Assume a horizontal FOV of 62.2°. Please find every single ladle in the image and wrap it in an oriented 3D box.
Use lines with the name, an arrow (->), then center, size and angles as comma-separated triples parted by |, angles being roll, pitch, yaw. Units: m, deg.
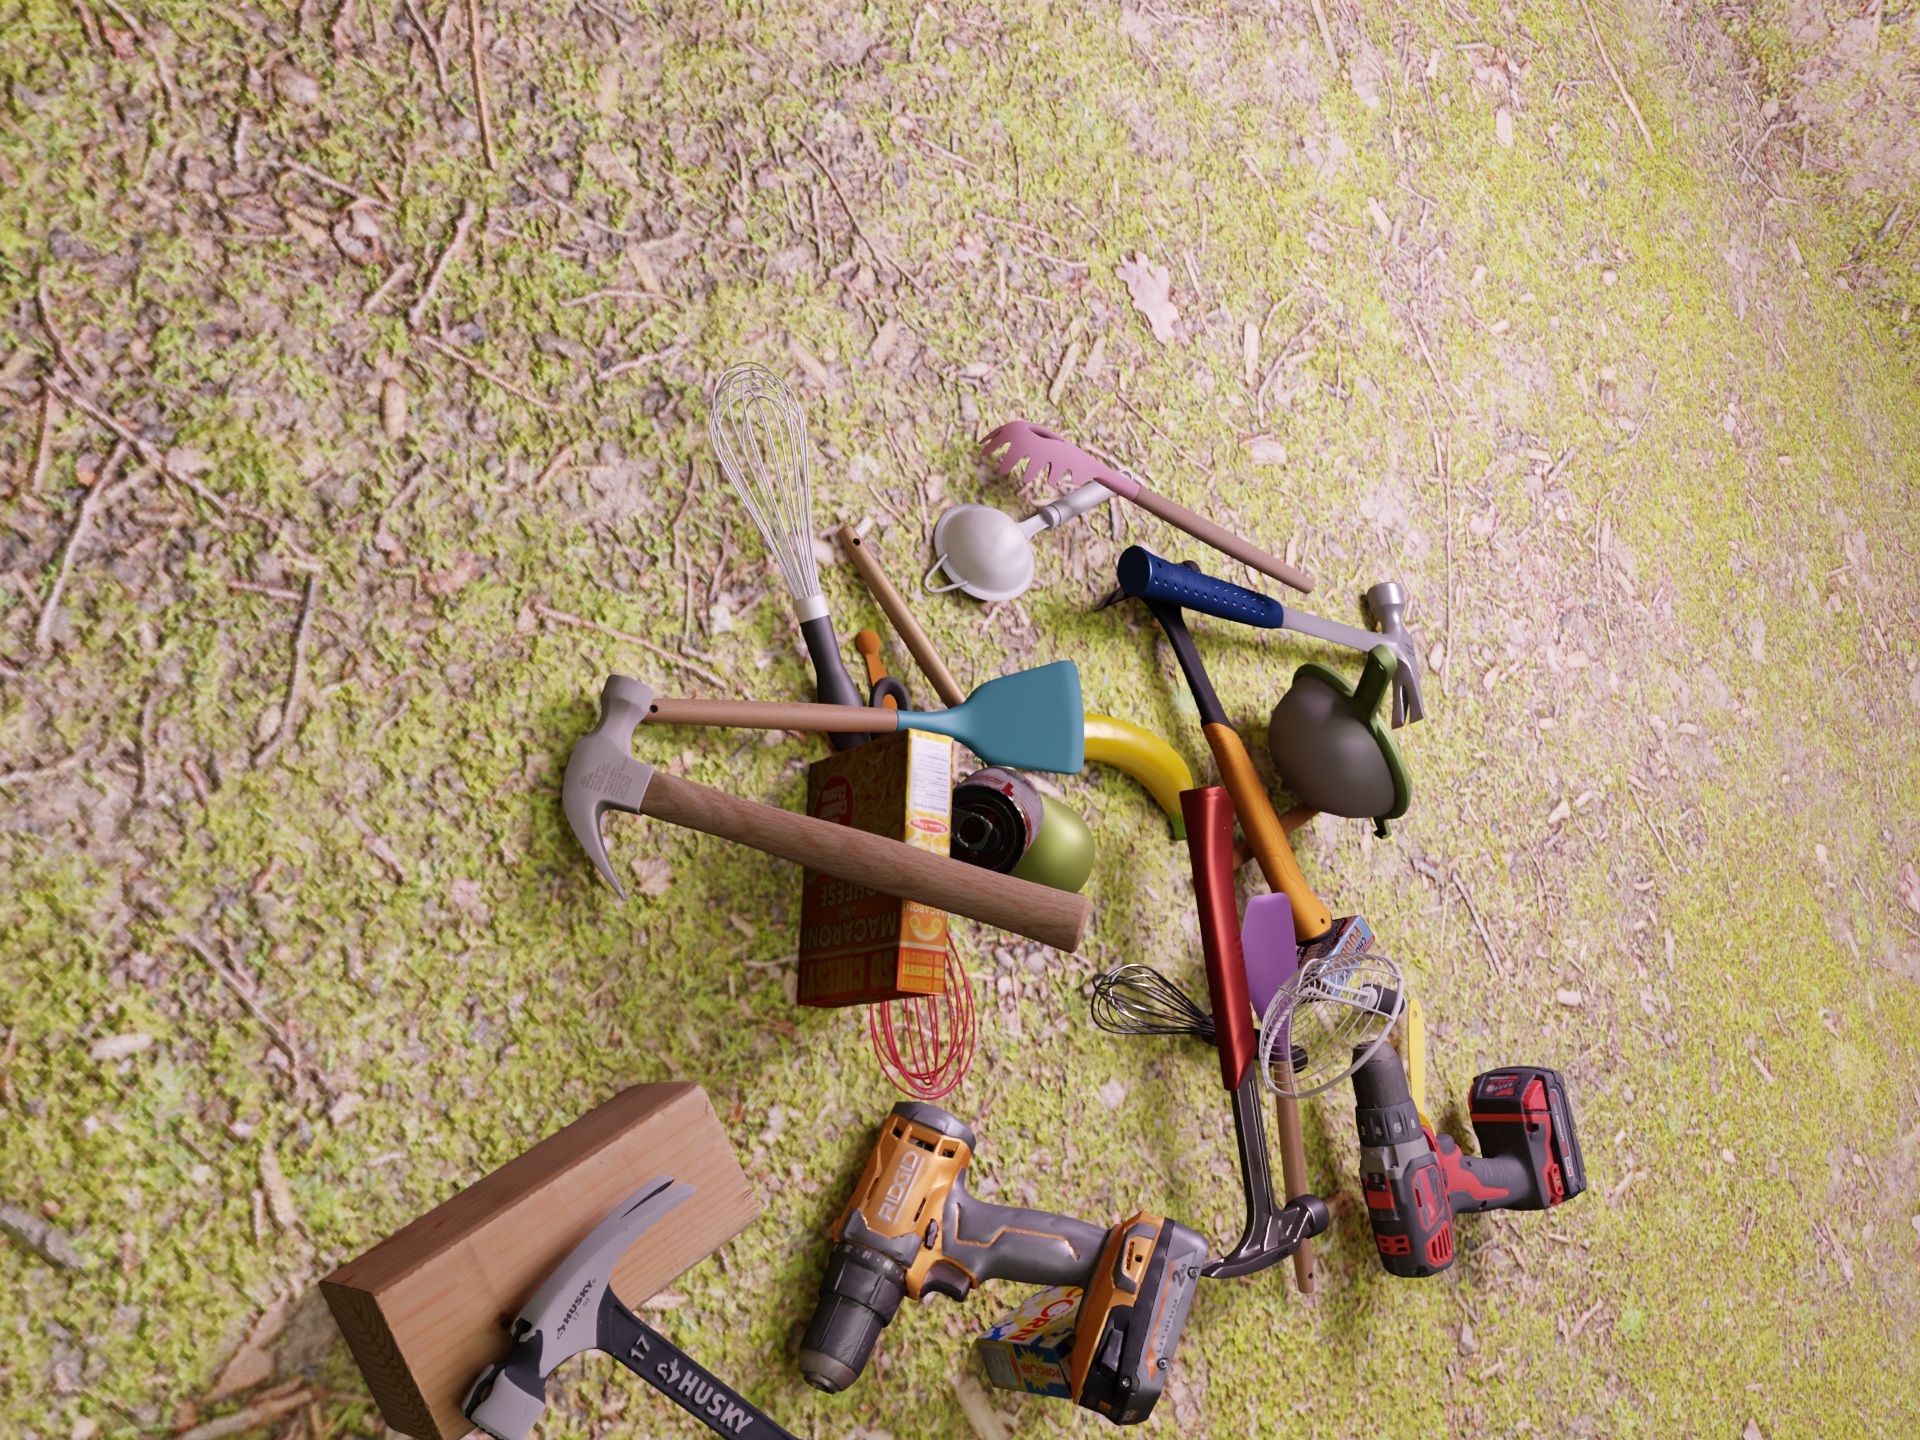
ladle -> -0.002, -0.004, 1.174 | 0.078, 0.062, 0.320 | -34, 93, -22

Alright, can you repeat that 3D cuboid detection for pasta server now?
pasta server -> 0.158, -0.166, 1.287 | 0.316, 0.040, 0.060 | 24, 27, -22

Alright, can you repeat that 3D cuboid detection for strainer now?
strainer -> 0.065, -0.161, 1.268 | 0.258, 0.050, 0.087 | -33, 84, -43
strainer -> 0.301, 0.011, 1.283 | 0.069, 0.256, 0.152 | -31, 69, -8

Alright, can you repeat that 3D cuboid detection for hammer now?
hammer -> 0.220, 0.031, 1.313 | 0.127, 0.034, 0.337 | -22, 87, -48
hammer -> 0.201, 0.230, 1.209 | 0.149, 0.037, 0.359 | -4, 84, -42
hammer -> -0.101, 0.413, 0.910 | 0.408, 0.036, 0.149 | 53, 58, -34
hammer -> -0.084, 0.079, 0.968 | 0.331, 0.031, 0.130 | 17, 74, 5
hammer -> 0.282, -0.085, 1.382 | 0.405, 0.035, 0.144 | 10, 64, -43

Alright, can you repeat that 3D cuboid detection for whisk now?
whisk -> 0.193, 0.242, 1.256 | 0.246, 0.058, 0.059 | 25, 98, -34
whisk -> -0.114, -0.108, 1.102 | 0.070, 0.070, 0.284 | -20, 96, -40
whisk -> -0.036, 0.111, 1.097 | 0.073, 0.073, 0.296 | 6, 70, -37

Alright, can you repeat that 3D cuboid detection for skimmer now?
skimmer -> 0.321, 0.240, 1.249 | 0.090, 0.127, 0.363 | 52, 14, 26

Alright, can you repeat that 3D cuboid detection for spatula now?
spatula -> 0.258, 0.297, 1.268 | 0.059, 0.018, 0.316 | -5, 88, -31
spatula -> -0.065, -0.004, 1.076 | 0.317, 0.044, 0.082 | 2, 80, -25
spatula -> 0.306, 0.076, 1.404 | 0.322, 0.041, 0.081 | -27, 94, -36

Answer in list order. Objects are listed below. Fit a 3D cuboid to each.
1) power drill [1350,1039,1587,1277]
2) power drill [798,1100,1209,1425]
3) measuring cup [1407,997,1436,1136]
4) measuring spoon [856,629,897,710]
power drill -> 0.419, 0.350, 1.347 | 0.226, 0.080, 0.188 | -6, 81, -36
power drill -> 0.022, 0.362, 0.999 | 0.226, 0.084, 0.185 | 20, 55, 12
measuring cup -> 0.391, 0.322, 1.399 | 0.062, 0.029, 0.157 | 23, 62, -32
measuring spoon -> -0.050, -0.011, 1.149 | 0.021, 0.011, 0.117 | -17, 88, -40
